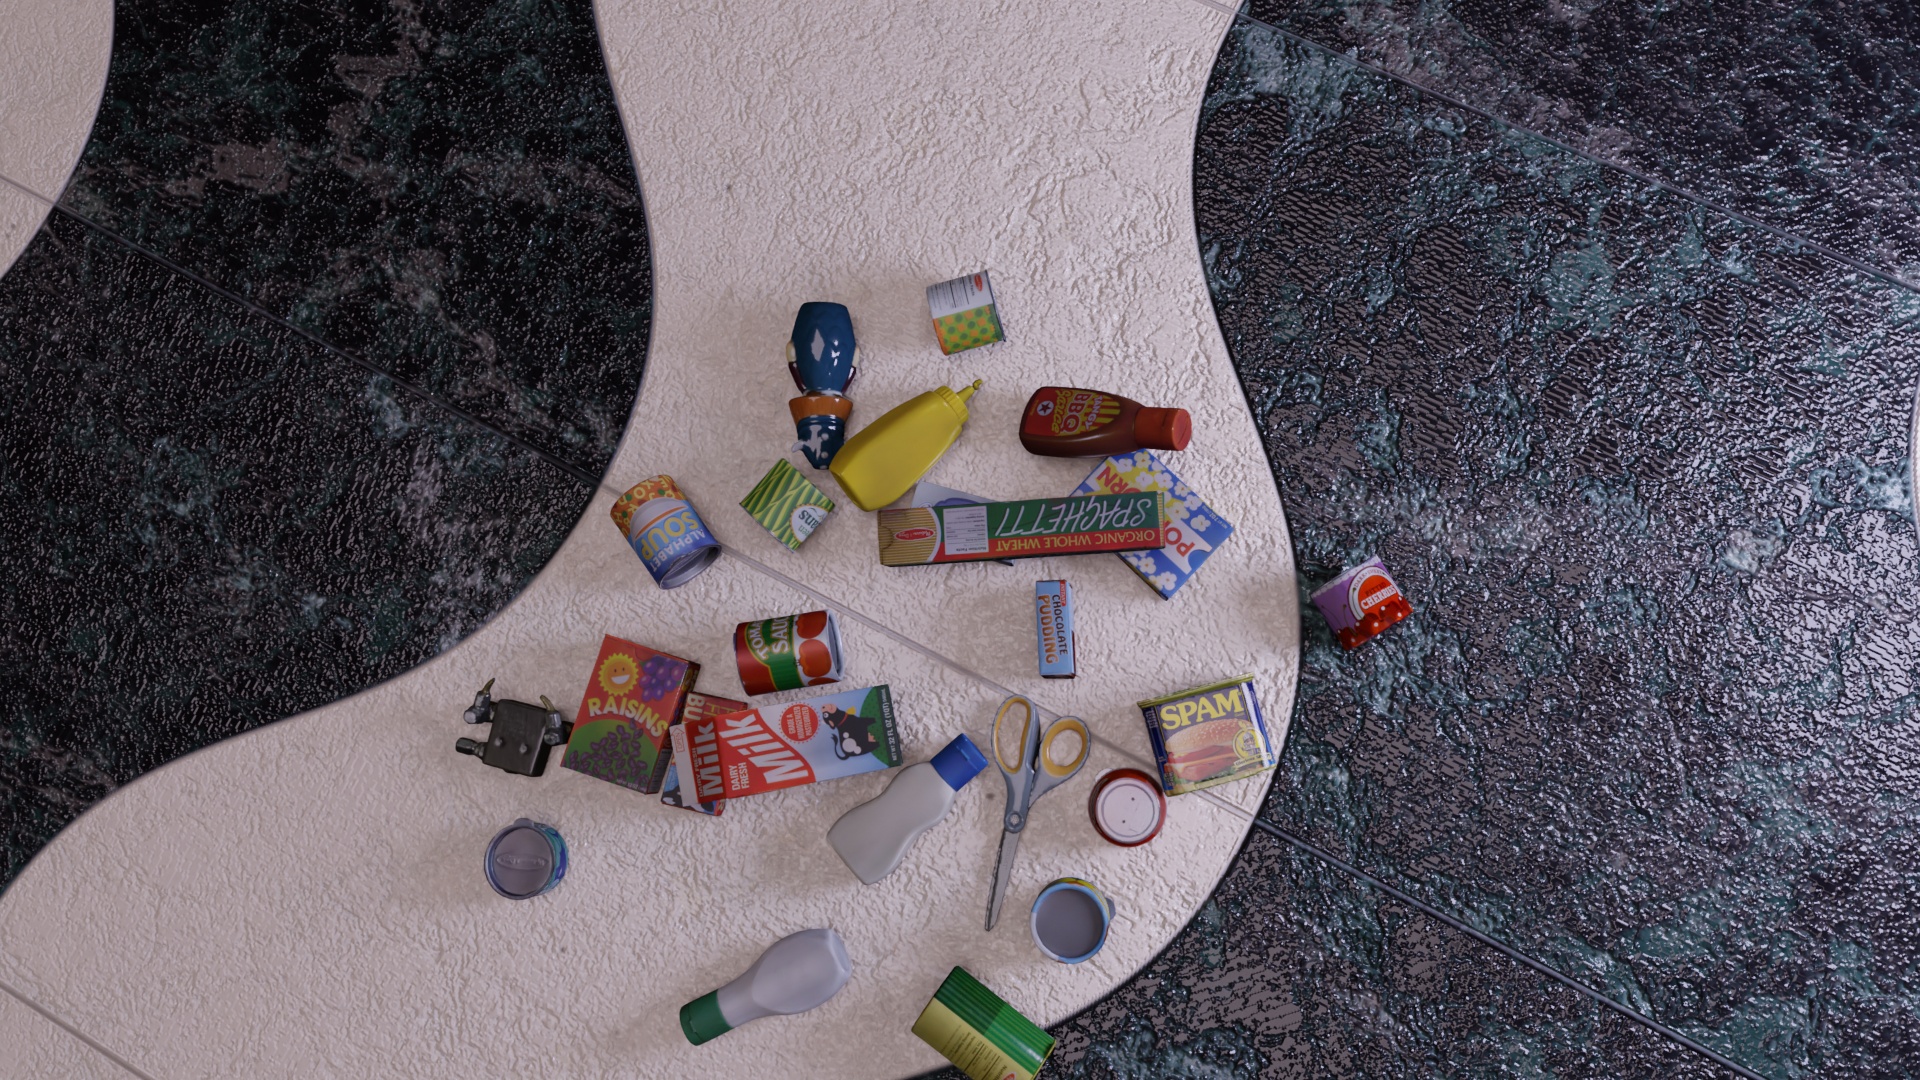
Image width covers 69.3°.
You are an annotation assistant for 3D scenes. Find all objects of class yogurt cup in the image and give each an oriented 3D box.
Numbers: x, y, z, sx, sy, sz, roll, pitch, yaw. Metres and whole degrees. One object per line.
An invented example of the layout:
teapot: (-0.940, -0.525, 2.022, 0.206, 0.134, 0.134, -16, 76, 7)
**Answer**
yogurt cup: (0.141, 0.227, 1.175, 0.072, 0.054, 0.072, -1, 82, 6)

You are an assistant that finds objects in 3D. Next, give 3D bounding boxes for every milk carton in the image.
milk carton: (-0.149, 0.176, 1.191, 0.191, 0.073, 0.072, -11, 82, -5)

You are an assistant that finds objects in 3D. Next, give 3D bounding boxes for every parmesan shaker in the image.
parmesan shaker: (0.020, 0.408, 1.152, 0.103, 0.071, 0.071, 35, 86, 11)

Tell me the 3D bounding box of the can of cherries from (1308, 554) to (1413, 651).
can of cherries: (0.339, 0.052, 1.172, 0.071, 0.071, 0.058, -31, 79, 1)

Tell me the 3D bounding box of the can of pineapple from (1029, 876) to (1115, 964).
can of pineapple: (0.094, 0.317, 1.164, 0.071, 0.058, 0.071, -1, 81, 6)

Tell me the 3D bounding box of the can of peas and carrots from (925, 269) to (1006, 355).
can of peas and carrots: (0.005, -0.204, 1.258, 0.059, 0.071, 0.071, -15, 80, 5)

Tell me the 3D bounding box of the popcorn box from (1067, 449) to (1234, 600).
popcorn box: (0.164, -0.020, 1.221, 0.127, 0.038, 0.085, 44, 87, 11)

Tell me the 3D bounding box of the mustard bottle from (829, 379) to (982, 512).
mustard bottle: (-0.041, -0.094, 1.247, 0.160, 0.049, 0.065, -39, 119, -13)

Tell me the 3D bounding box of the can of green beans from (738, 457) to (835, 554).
can of green beans: (-0.155, -0.032, 1.246, 0.071, 0.071, 0.058, 42, 87, 11)

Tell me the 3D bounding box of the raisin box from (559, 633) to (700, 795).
raisin box: (-0.295, 0.156, 1.245, 0.086, 0.040, 0.123, 16, 82, 10)

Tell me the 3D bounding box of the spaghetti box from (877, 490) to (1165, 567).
spaghetti box: (0.053, -0.009, 1.203, 0.250, 0.028, 0.050, -4, 84, 11)

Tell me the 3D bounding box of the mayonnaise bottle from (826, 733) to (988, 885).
mayonnaise bottle: (-0.042, 0.229, 1.203, 0.148, 0.041, 0.065, -41, 77, -2)

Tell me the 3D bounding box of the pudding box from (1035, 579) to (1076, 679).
pudding box: (0.083, 0.078, 1.209, 0.030, 0.049, 0.084, -3, 81, 8)

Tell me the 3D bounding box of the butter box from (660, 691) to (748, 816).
butter box: (-0.228, 0.190, 1.239, 0.053, 0.024, 0.103, 12, 82, 8)

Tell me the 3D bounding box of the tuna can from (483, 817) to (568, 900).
tuna can: (-0.386, 0.282, 1.238, 0.071, 0.033, 0.071, -1, 81, 6)

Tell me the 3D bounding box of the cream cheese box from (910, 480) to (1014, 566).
cream cheese box: (0.004, -0.016, 1.246, 0.104, 0.024, 0.053, 15, 82, 9)

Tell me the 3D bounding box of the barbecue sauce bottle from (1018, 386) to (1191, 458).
barbecue sauce bottle: (0.126, -0.100, 1.205, 0.148, 0.043, 0.065, 8, 62, 34)

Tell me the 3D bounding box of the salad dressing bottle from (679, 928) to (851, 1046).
salad dressing bottle: (-0.168, 0.385, 1.191, 0.147, 0.044, 0.064, -26, 81, 3)

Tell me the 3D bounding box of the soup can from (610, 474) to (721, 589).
soup can: (-0.267, -0.008, 1.252, 0.071, 0.071, 0.084, -37, 79, 0)

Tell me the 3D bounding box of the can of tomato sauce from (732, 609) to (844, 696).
can of tomato sauce: (-0.150, 0.097, 1.222, 0.083, 0.071, 0.071, -10, 80, 4)
